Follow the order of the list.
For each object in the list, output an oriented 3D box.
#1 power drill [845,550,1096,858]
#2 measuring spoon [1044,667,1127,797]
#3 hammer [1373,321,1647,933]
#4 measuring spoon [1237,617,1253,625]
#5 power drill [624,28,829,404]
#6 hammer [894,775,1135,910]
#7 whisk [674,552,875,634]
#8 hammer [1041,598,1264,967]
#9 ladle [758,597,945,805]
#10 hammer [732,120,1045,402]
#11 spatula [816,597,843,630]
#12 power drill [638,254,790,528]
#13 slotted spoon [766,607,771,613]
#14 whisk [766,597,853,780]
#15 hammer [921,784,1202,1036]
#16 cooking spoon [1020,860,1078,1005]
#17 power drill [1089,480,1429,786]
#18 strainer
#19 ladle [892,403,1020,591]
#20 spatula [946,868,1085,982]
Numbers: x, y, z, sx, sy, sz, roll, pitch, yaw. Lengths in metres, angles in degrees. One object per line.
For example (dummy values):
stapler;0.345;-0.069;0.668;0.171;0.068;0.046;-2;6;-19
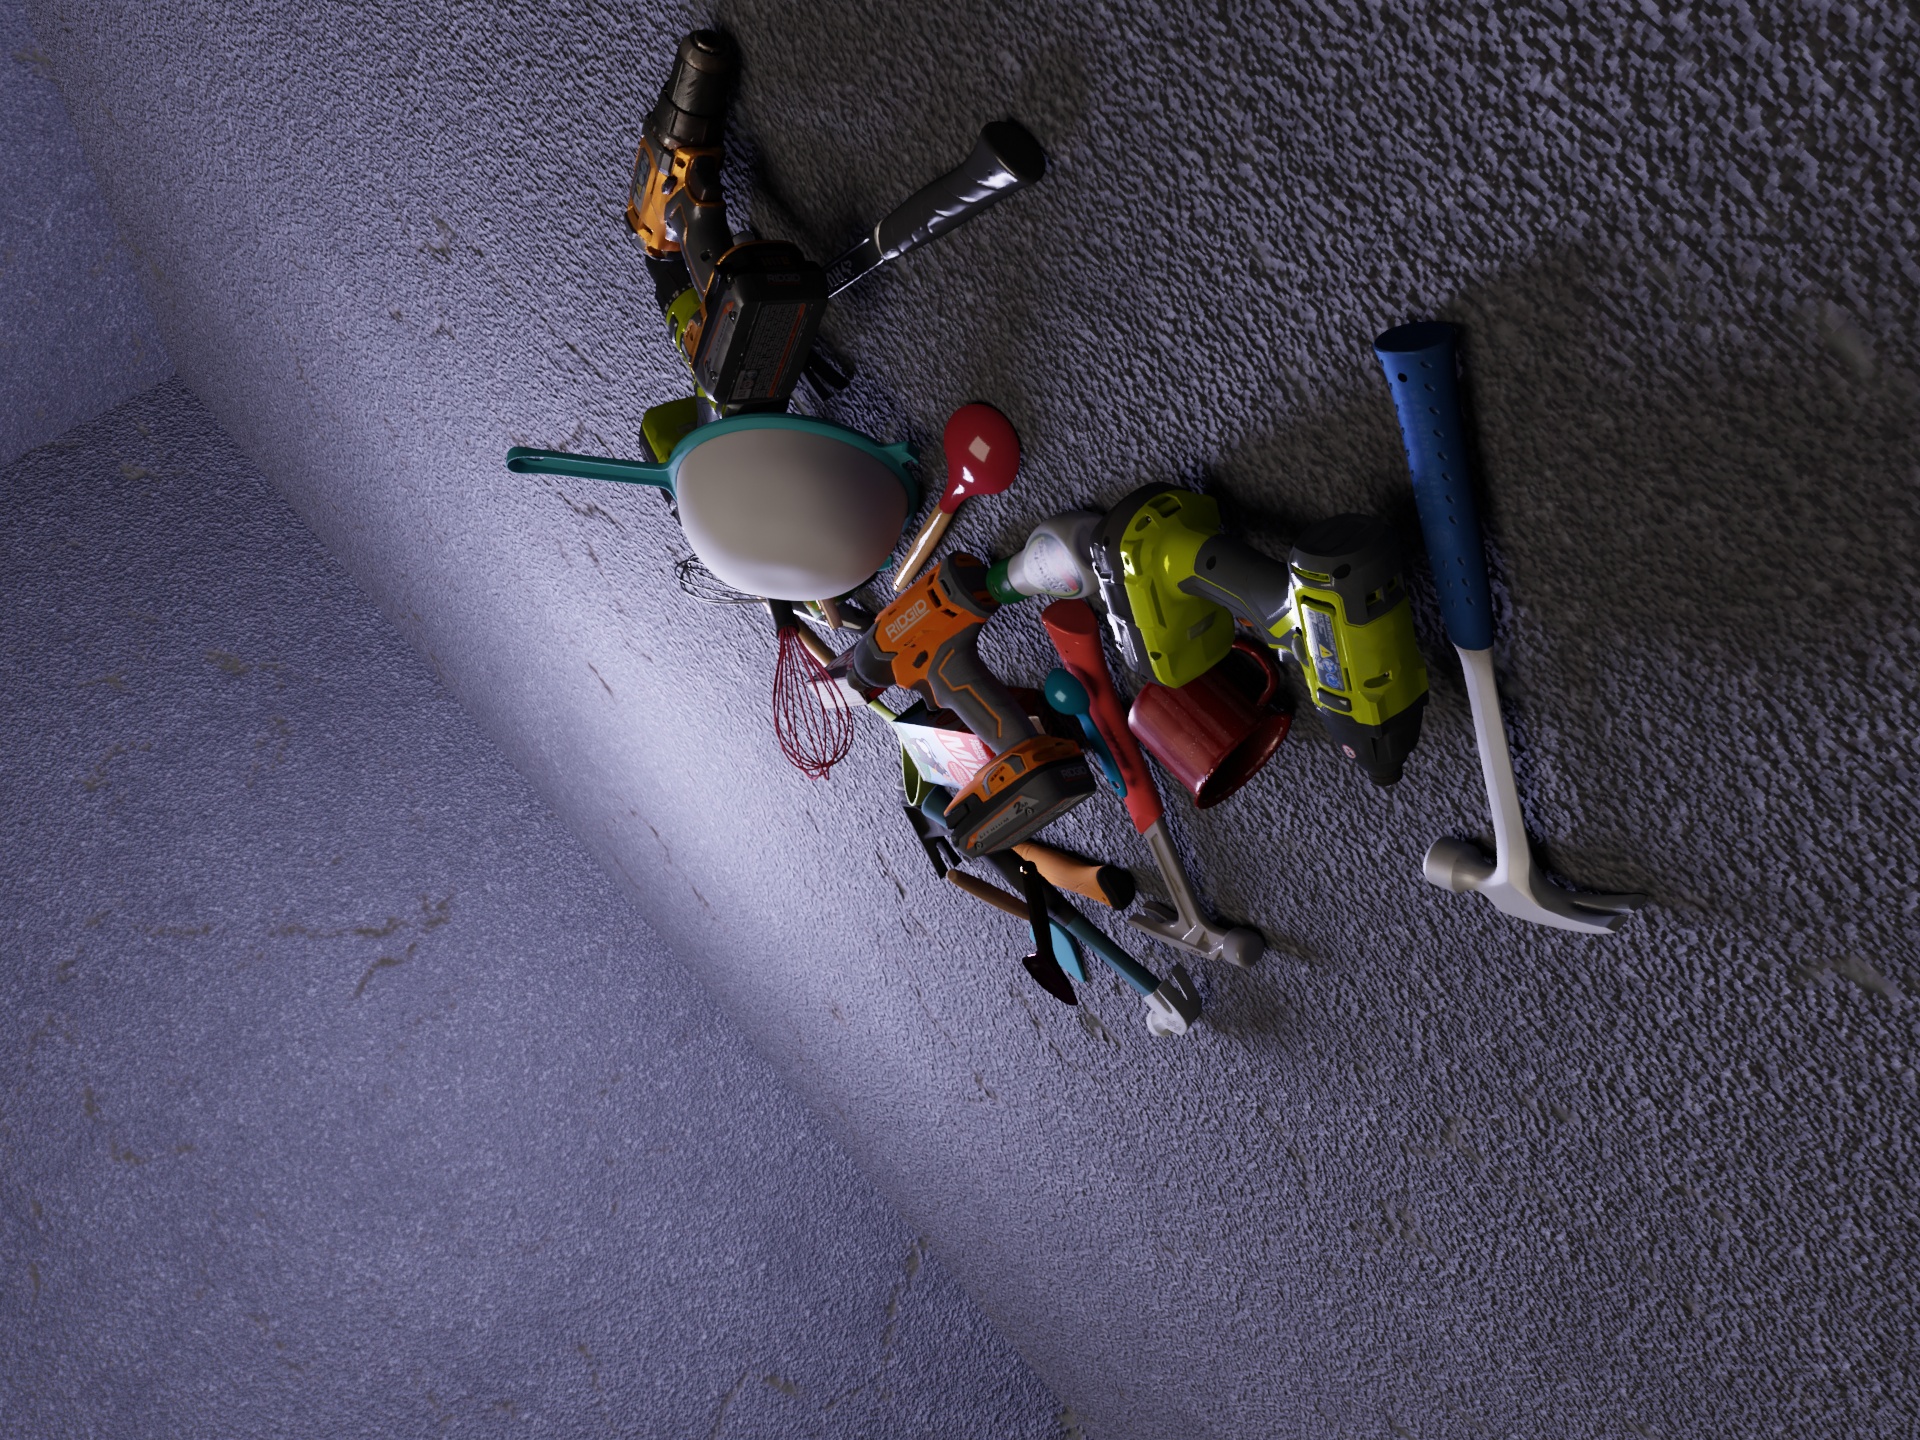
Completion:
power drill;-0.002;-0.004;1.320;0.164;0.084;0.227;-37;74;33
measuring spoon;0.100;0.016;1.269;0.042;0.021;0.128;9;134;57
hammer;0.302;-0.036;0.915;0.144;0.035;0.405;22;142;49
measuring spoon;0.161;-0.103;1.099;0.117;0.011;0.021;43;154;19
power drill;-0.176;-0.371;1.172;0.226;0.084;0.185;63;146;24
hammer;0.056;0.138;1.596;0.337;0.034;0.127;16;137;53
whisk;-0.187;-0.124;1.591;0.239;0.055;0.055;18;143;25
hammer;0.141;0.054;1.326;0.149;0.037;0.358;16;138;53
ladle;-0.129;-0.042;1.620;0.320;0.062;0.078;45;154;8
hammer;-0.058;-0.333;1.137;0.149;0.036;0.409;57;155;-15
spatula;-0.173;-0.229;1.438;0.060;0.018;0.316;-15;98;64
power drill;-0.223;-0.286;1.371;0.191;0.080;0.228;59;154;19
slotted spoon;-0.169;-0.171;1.570;0.070;0.031;0.313;56;159;9
whisk;-0.157;-0.068;1.483;0.073;0.073;0.296;91;163;-55
hammer;0.094;0.179;1.502;0.331;0.033;0.128;41;160;2
cooking spoon;0.079;0.206;1.511;0.069;0.017;0.318;32;159;23
power drill;0.188;-0.058;0.986;0.223;0.080;0.171;29;145;51
strainer;-0.205;-0.164;1.309;0.340;0.095;0.211;6;156;-7
ladle;-0.017;-0.168;1.309;0.069;0.031;0.315;49;158;3
spatula;0.052;0.197;1.585;0.082;0.044;0.317;37;-179;31
